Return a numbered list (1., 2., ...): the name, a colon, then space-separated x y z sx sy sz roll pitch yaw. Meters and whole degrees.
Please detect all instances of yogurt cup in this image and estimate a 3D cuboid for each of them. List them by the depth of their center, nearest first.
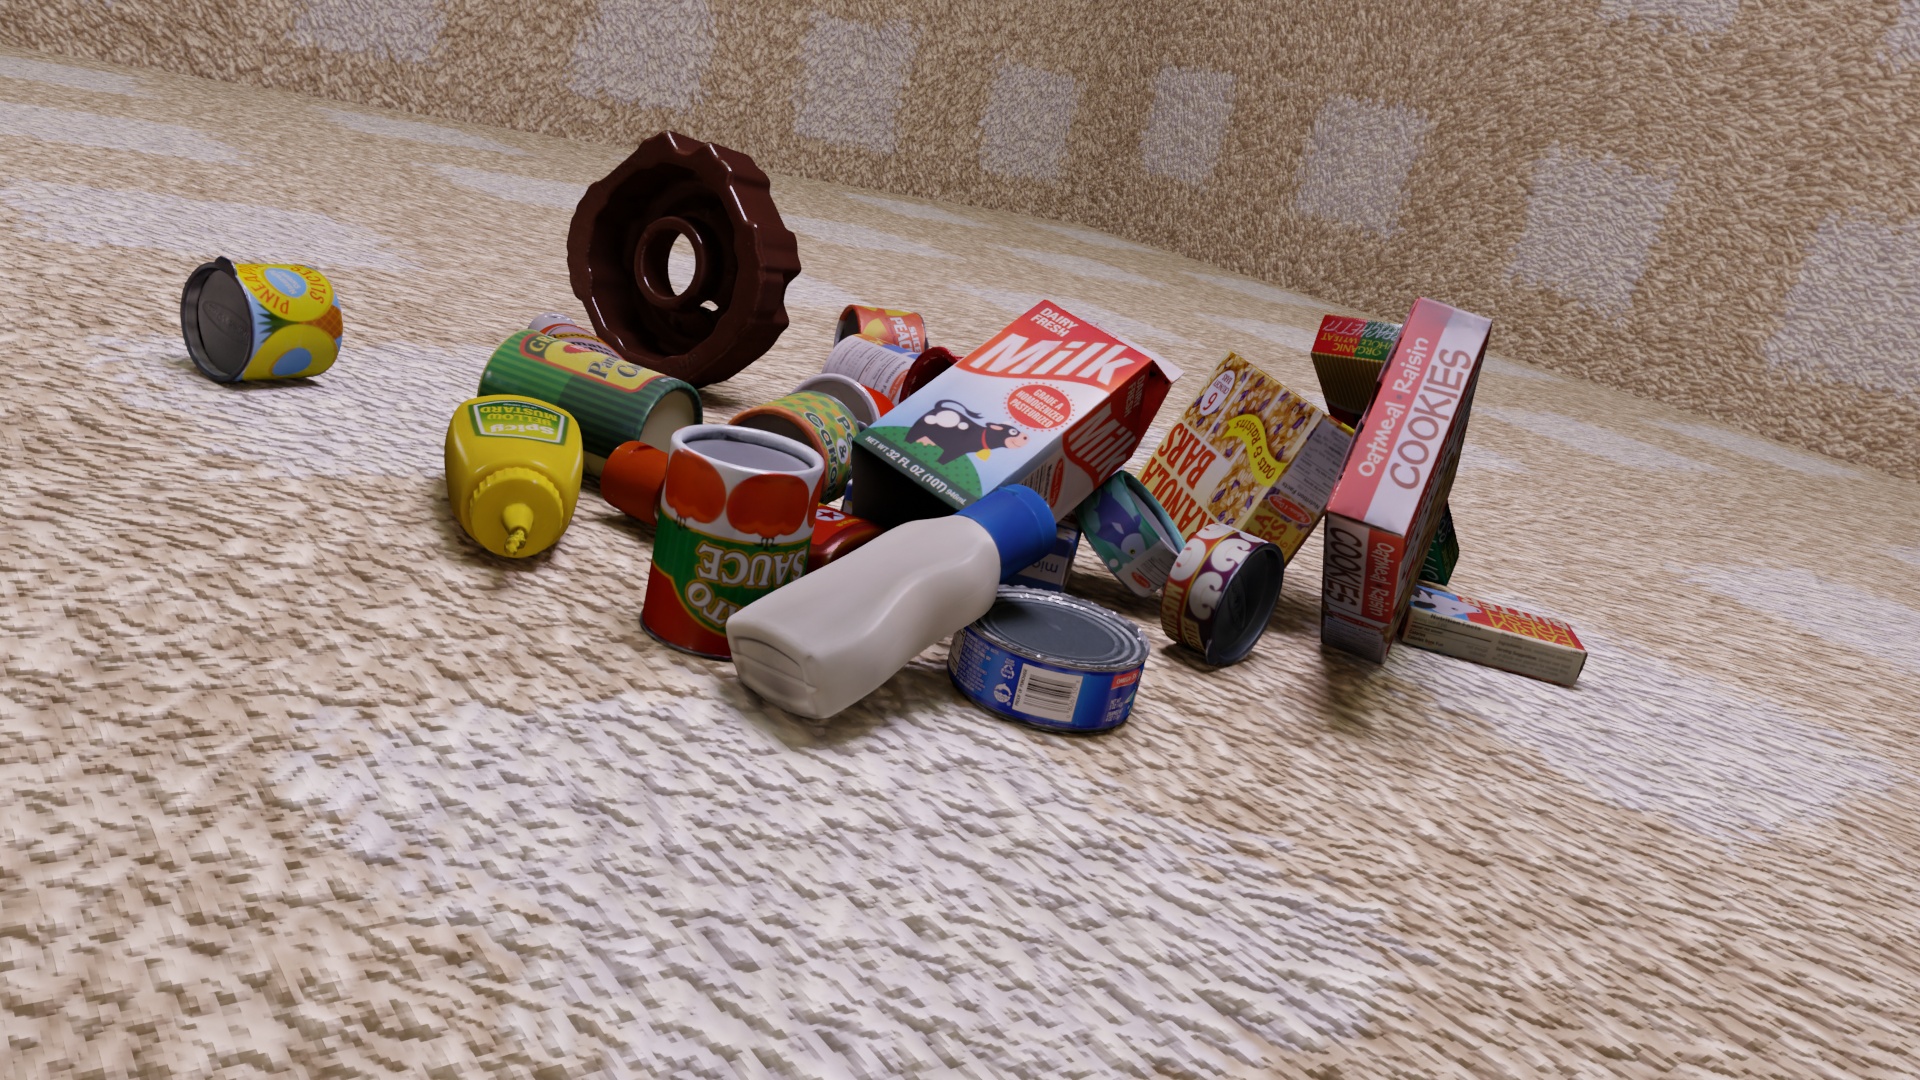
1. yogurt cup: -0.071 -0.068 0.857 0.072 0.072 0.054 19 10 17

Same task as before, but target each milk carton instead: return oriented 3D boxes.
1. milk carton: 0.034 -0.057 0.711 0.072 0.073 0.191 34 54 24

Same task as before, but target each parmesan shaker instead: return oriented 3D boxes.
1. parmesan shaker: -0.200 -0.070 0.763 0.103 0.071 0.071 19 18 18

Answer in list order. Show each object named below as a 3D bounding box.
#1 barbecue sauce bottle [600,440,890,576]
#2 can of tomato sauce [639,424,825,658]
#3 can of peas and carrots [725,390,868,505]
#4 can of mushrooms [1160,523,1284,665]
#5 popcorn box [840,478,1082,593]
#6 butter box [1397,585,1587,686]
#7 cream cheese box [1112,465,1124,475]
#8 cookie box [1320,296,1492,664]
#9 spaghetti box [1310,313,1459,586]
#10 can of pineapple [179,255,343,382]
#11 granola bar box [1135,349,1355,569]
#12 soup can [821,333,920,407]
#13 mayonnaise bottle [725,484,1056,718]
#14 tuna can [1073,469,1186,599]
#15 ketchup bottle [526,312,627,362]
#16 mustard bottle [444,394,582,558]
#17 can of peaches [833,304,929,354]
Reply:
1. barbecue sauce bottle: -0.109 -0.009 0.676 0.149 0.043 0.065 21 21 26
2. can of tomato sauce: -0.096 0.000 0.589 0.071 0.082 0.071 12 17 -4
3. can of peas and carrots: -0.091 -0.046 0.763 0.071 0.070 0.059 17 18 13
4. can of mushrooms: 0.131 0.028 0.700 0.033 0.070 0.071 25 21 34
5. popcorn box: 0.003 -0.010 0.766 0.127 0.038 0.085 15 19 5
6. butter box: 0.307 0.054 0.813 0.103 0.024 0.053 15 18 6
7. cream cheese box: 0.060 -0.050 0.958 0.104 0.024 0.053 15 17 5
8. cookie box: 0.222 -0.025 0.706 0.040 0.123 0.167 20 -19 21
9. spaghetti box: 0.262 -0.046 0.839 0.050 0.029 0.249 15 -23 33
10. can of pineapple: -0.395 -0.125 0.787 0.071 0.070 0.058 22 19 25
11. granola bar box: 0.160 -0.036 0.815 0.039 0.124 0.166 31 12 -16
12. soup can: -0.047 -0.102 0.978 0.084 0.071 0.071 25 21 35
13. mayonnaise bottle: -0.021 0.020 0.574 0.065 0.041 0.149 16 35 43
14. tuna can: 0.093 -0.006 0.757 0.071 0.032 0.071 46 18 -20
15. ketchup bottle: -0.252 -0.113 0.897 0.065 0.043 0.149 4 19 -28
16. mustard bottle: -0.208 -0.027 0.651 0.065 0.048 0.161 4 19 -21
17. can of peaches: -0.065 -0.155 1.122 0.058 0.071 0.071 5 19 -24
